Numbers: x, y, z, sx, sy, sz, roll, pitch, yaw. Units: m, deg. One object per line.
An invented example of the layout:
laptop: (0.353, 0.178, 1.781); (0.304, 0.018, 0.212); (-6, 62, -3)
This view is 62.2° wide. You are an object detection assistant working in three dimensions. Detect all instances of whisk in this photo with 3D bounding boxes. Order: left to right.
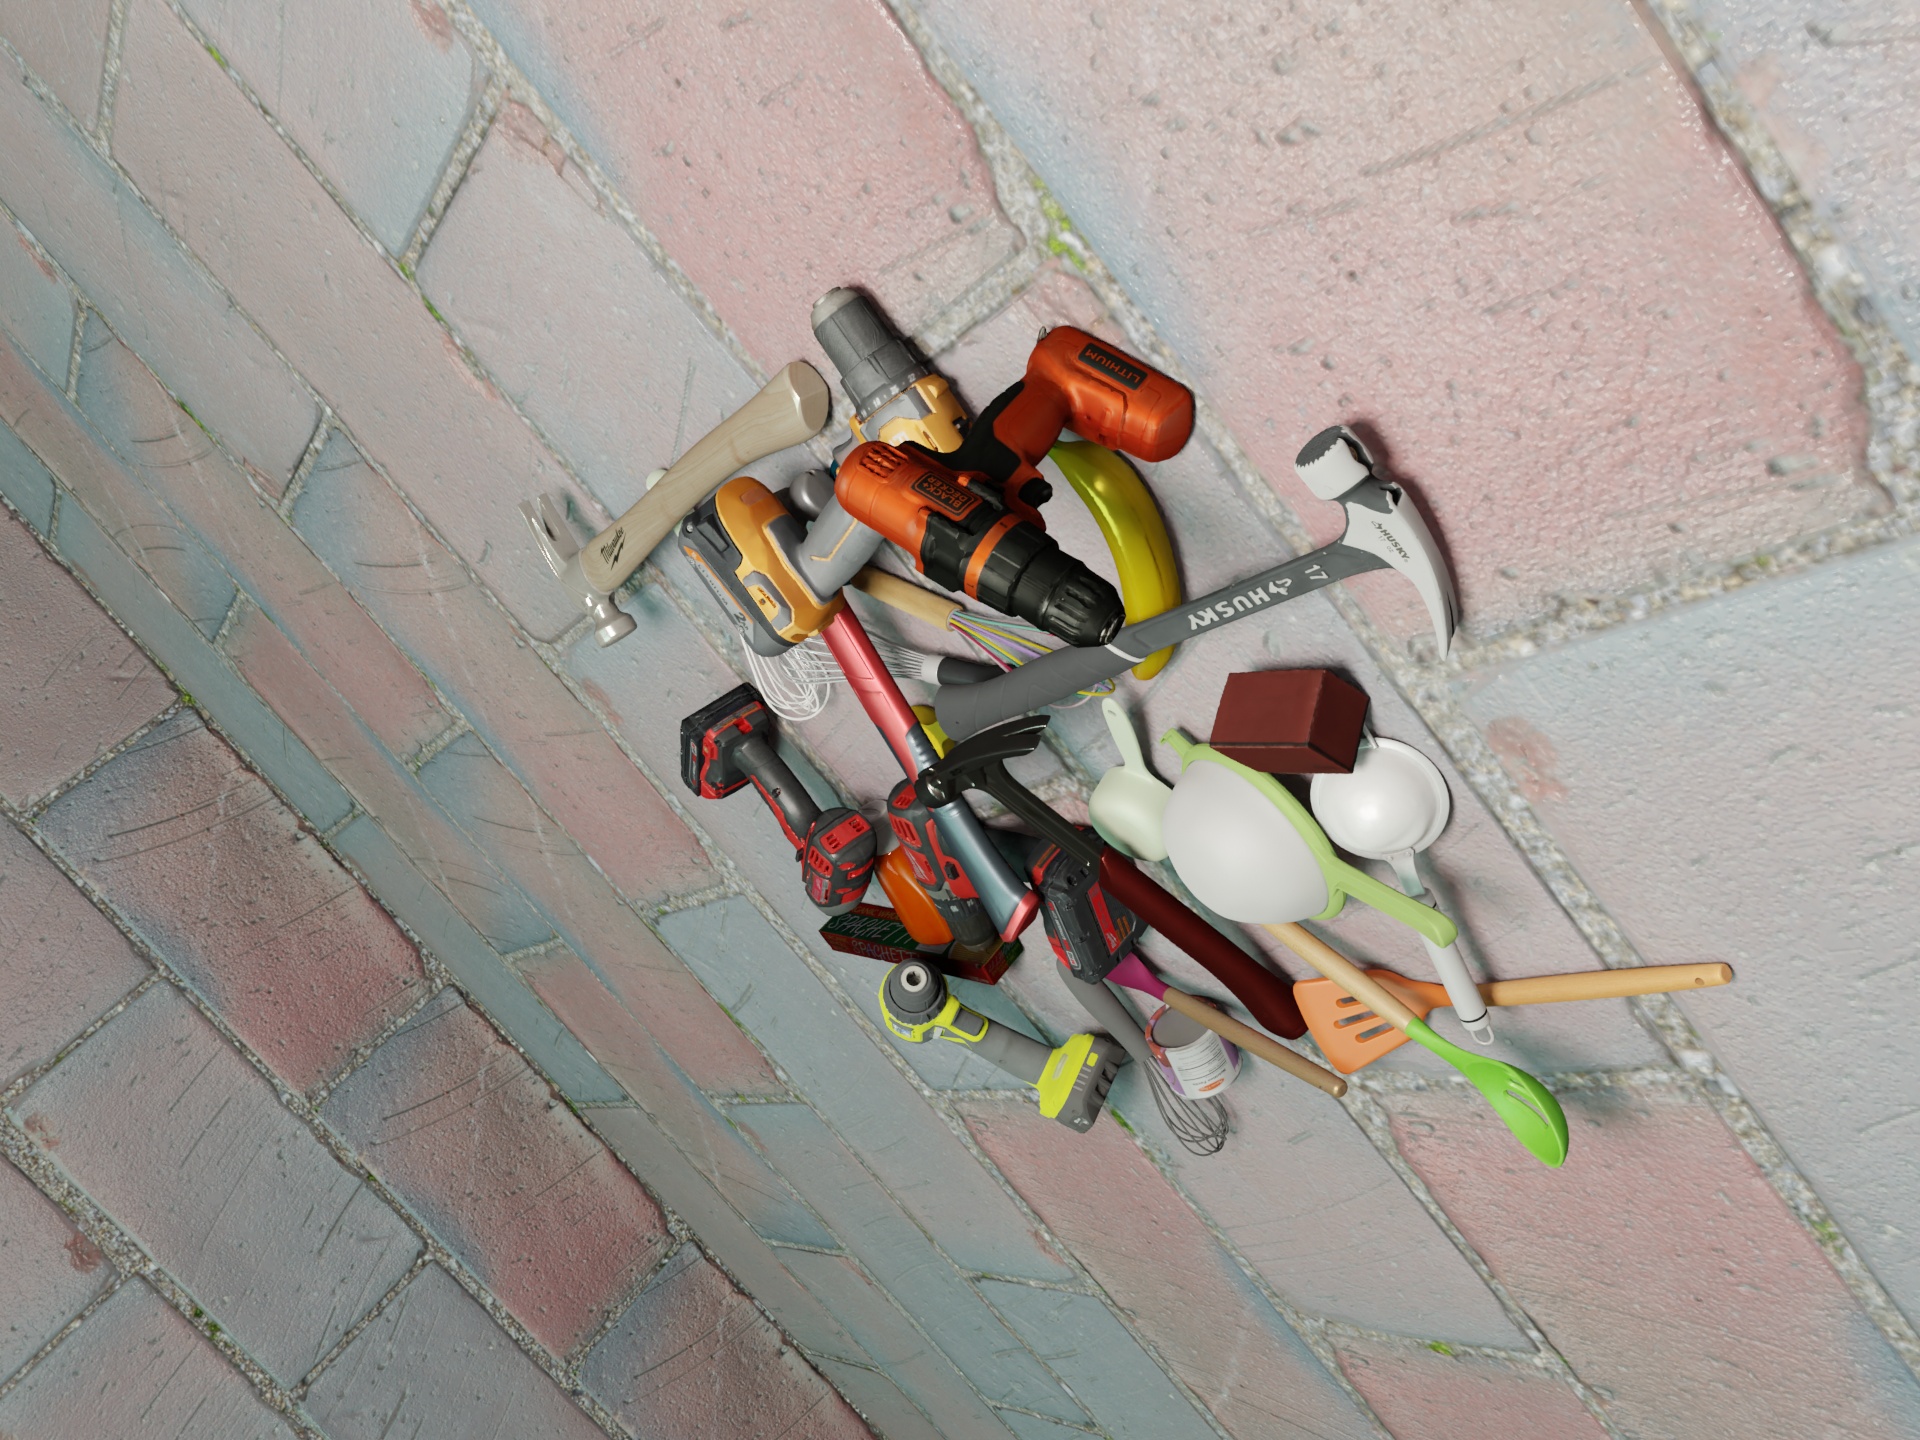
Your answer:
whisk: (-0.190, -0.106, 1.345); (0.246, 0.059, 0.058); (57, 163, -12)
whisk: (-0.045, -0.045, 1.244); (0.285, 0.070, 0.070); (12, 137, 34)
whisk: (0.010, -0.068, 1.165); (0.245, 0.047, 0.051); (27, 146, 32)
whisk: (0.160, 0.294, 1.400); (0.239, 0.055, 0.055); (50, 148, -12)

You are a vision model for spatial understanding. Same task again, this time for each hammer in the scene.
hammer: (-0.232, -0.187, 1.264); (0.410, 0.038, 0.146); (-26, 97, 50)
hammer: (-0.061, 0.004, 1.224); (0.143, 0.038, 0.386); (-25, 98, 41)
hammer: (0.137, 0.125, 1.169); (0.358, 0.037, 0.149); (38, 146, -19)
hammer: (0.121, -0.050, 0.999); (0.149, 0.036, 0.409); (45, 142, -20)

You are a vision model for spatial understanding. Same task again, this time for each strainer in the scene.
strainer: (0.212, 0.108, 1.046); (0.257, 0.069, 0.151); (29, 153, 57)
strainer: (0.294, 0.111, 1.025); (0.087, 0.050, 0.258); (-18, 111, 31)

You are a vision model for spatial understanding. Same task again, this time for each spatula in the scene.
spatula: (0.361, 0.189, 1.067); (0.322, 0.041, 0.081); (-22, 98, 55)

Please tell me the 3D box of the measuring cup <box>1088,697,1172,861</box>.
measuring cup: (0.118, 0.046, 1.152); (0.083, 0.038, 0.167); (21, 153, 32)

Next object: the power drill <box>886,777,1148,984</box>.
power drill: (0.046, 0.145, 1.345); (0.227, 0.080, 0.187); (16, 138, 43)

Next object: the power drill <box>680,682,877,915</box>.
power drill: (-0.163, 0.083, 1.465); (0.220, 0.078, 0.143); (45, 151, 20)

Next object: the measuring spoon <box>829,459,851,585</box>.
measuring spoon: (-0.097, -0.147, 1.209); (0.042, 0.021, 0.128); (32, 146, 19)

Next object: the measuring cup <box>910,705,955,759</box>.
measuring cup: (-0.002, -0.004, 1.279); (0.062, 0.029, 0.156); (49, 137, -9)

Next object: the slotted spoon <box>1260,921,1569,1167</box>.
slotted spoon: (0.293, 0.195, 1.103); (0.314, 0.031, 0.070); (38, 155, 39)

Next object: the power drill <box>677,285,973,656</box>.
power drill: (-0.091, -0.165, 1.078); (0.226, 0.084, 0.185); (-31, 98, 34)

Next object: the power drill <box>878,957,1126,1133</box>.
power drill: (0.030, 0.288, 1.456); (0.228, 0.080, 0.190); (25, 162, 7)

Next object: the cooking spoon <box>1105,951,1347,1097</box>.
cooking spoon: (0.187, 0.233, 1.291); (0.319, 0.017, 0.068); (22, 144, 50)
